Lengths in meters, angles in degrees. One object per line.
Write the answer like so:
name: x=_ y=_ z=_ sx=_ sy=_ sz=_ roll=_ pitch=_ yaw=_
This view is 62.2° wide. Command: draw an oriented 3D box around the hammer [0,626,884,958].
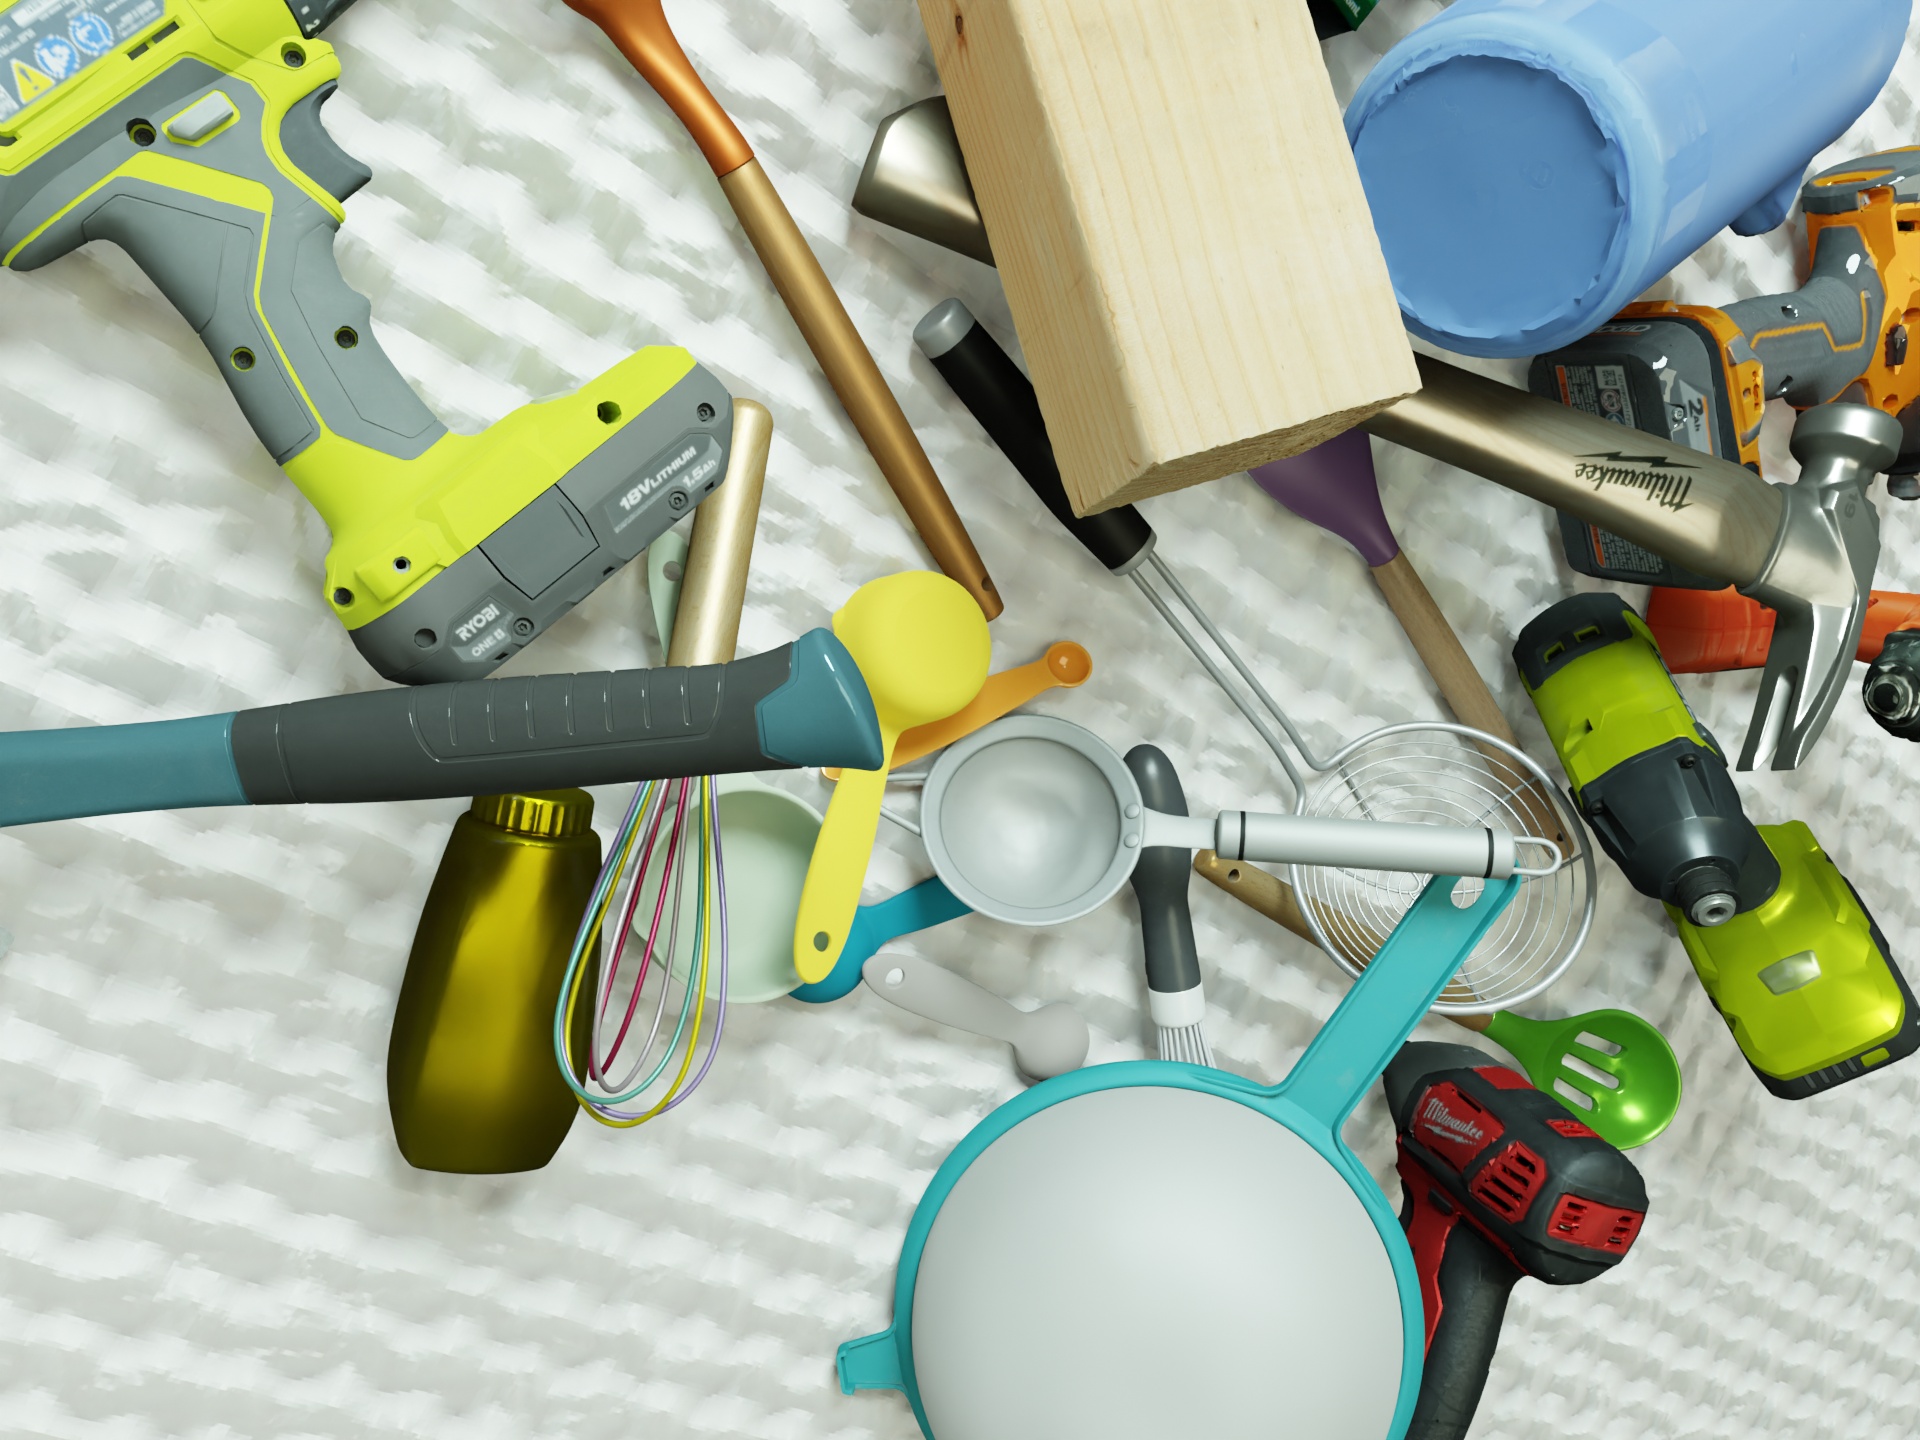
hammer: x=-0.188 y=0.008 z=0.450 sx=0.331 sy=0.033 sz=0.128 roll=-5 pitch=116 yaw=-1

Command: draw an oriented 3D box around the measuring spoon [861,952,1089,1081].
measuring spoon: x=0.010 y=0.118 z=0.629 sx=0.124 sy=0.018 sz=0.034 roll=29 pitch=89 yaw=-37

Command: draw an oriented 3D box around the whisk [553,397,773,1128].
whisk: x=-0.095 y=0.009 z=0.524 sx=0.051 sy=0.047 sz=0.245 roll=16 pitch=75 yaw=-32

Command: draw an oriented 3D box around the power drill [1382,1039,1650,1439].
power drill: x=0.196 y=0.250 z=0.694 sx=0.078 sy=0.143 sz=0.219 roll=19 pitch=100 yaw=-23

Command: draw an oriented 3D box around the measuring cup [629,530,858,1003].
measuring cup: x=-0.091 y=0.017 z=0.566 sx=0.083 sy=0.038 sz=0.167 roll=-13 pitch=92 yaw=-24

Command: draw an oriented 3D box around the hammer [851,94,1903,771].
hammer: x=0.154 y=-0.112 z=0.579 sx=0.410 sy=0.038 sz=0.146 roll=20 pitch=81 yaw=-10

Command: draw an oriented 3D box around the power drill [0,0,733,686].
power drill: x=-0.172 y=-0.142 z=0.466 sx=0.190 sy=0.080 sz=0.228 roll=-42 pitch=112 yaw=-11

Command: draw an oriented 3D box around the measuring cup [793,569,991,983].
measuring cup: x=-0.027 y=0.018 z=0.563 sx=0.062 sy=0.029 sz=0.157 roll=27 pitch=66 yaw=-29

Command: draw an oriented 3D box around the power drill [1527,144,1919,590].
power drill: x=0.371 y=-0.143 z=0.717 sx=0.226 sy=0.084 sz=0.164 roll=-30 pitch=113 yaw=-20

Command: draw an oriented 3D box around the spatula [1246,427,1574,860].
spatula: x=0.193 y=-0.050 z=0.687 sx=0.060 sy=0.018 sz=0.315 roll=-43 pitch=114 yaw=-10

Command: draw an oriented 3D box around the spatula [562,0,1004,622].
spatula: x=-0.057 y=-0.165 z=0.532 sx=0.081 sy=0.041 sz=0.322 roll=-51 pitch=122 yaw=-36

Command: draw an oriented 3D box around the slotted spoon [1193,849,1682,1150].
slotted spoon: x=0.225 y=0.126 z=0.737 sx=0.313 sy=0.031 sz=0.070 roll=29 pitch=88 yaw=-25

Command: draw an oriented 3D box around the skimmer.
skimmer: x=0.120 y=-0.024 z=0.617 sx=0.363 sy=0.090 sz=0.127 roll=46 pitch=73 yaw=-25

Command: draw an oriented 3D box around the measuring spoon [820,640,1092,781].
measuring spoon: x=-0.001 y=-0.002 z=0.612 sx=0.117 sy=0.011 sz=0.021 roll=-24 pitch=74 yaw=-17

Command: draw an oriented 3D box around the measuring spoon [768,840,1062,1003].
measuring spoon: x=-0.012 y=0.075 z=0.617 sx=0.128 sy=0.021 sz=0.042 roll=-20 pitch=109 yaw=-19

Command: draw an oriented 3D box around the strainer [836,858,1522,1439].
strainer: x=0.108 y=0.190 z=0.591 sx=0.211 sy=0.095 sz=0.340 roll=35 pitch=96 yaw=5

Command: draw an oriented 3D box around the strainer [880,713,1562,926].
strainer: x=0.094 y=0.045 z=0.602 sx=0.258 sy=0.050 sz=0.087 roll=4 pitch=64 yaw=7

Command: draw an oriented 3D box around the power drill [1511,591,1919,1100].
power drill: x=0.333 y=0.065 z=0.701 sx=0.080 sy=0.171 sz=0.223 roll=-33 pitch=123 yaw=24

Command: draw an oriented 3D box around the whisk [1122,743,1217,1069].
whisk: x=0.094 y=0.148 z=0.666 sx=0.070 sy=0.070 sz=0.284 roll=-14 pitch=102 yaw=-22
